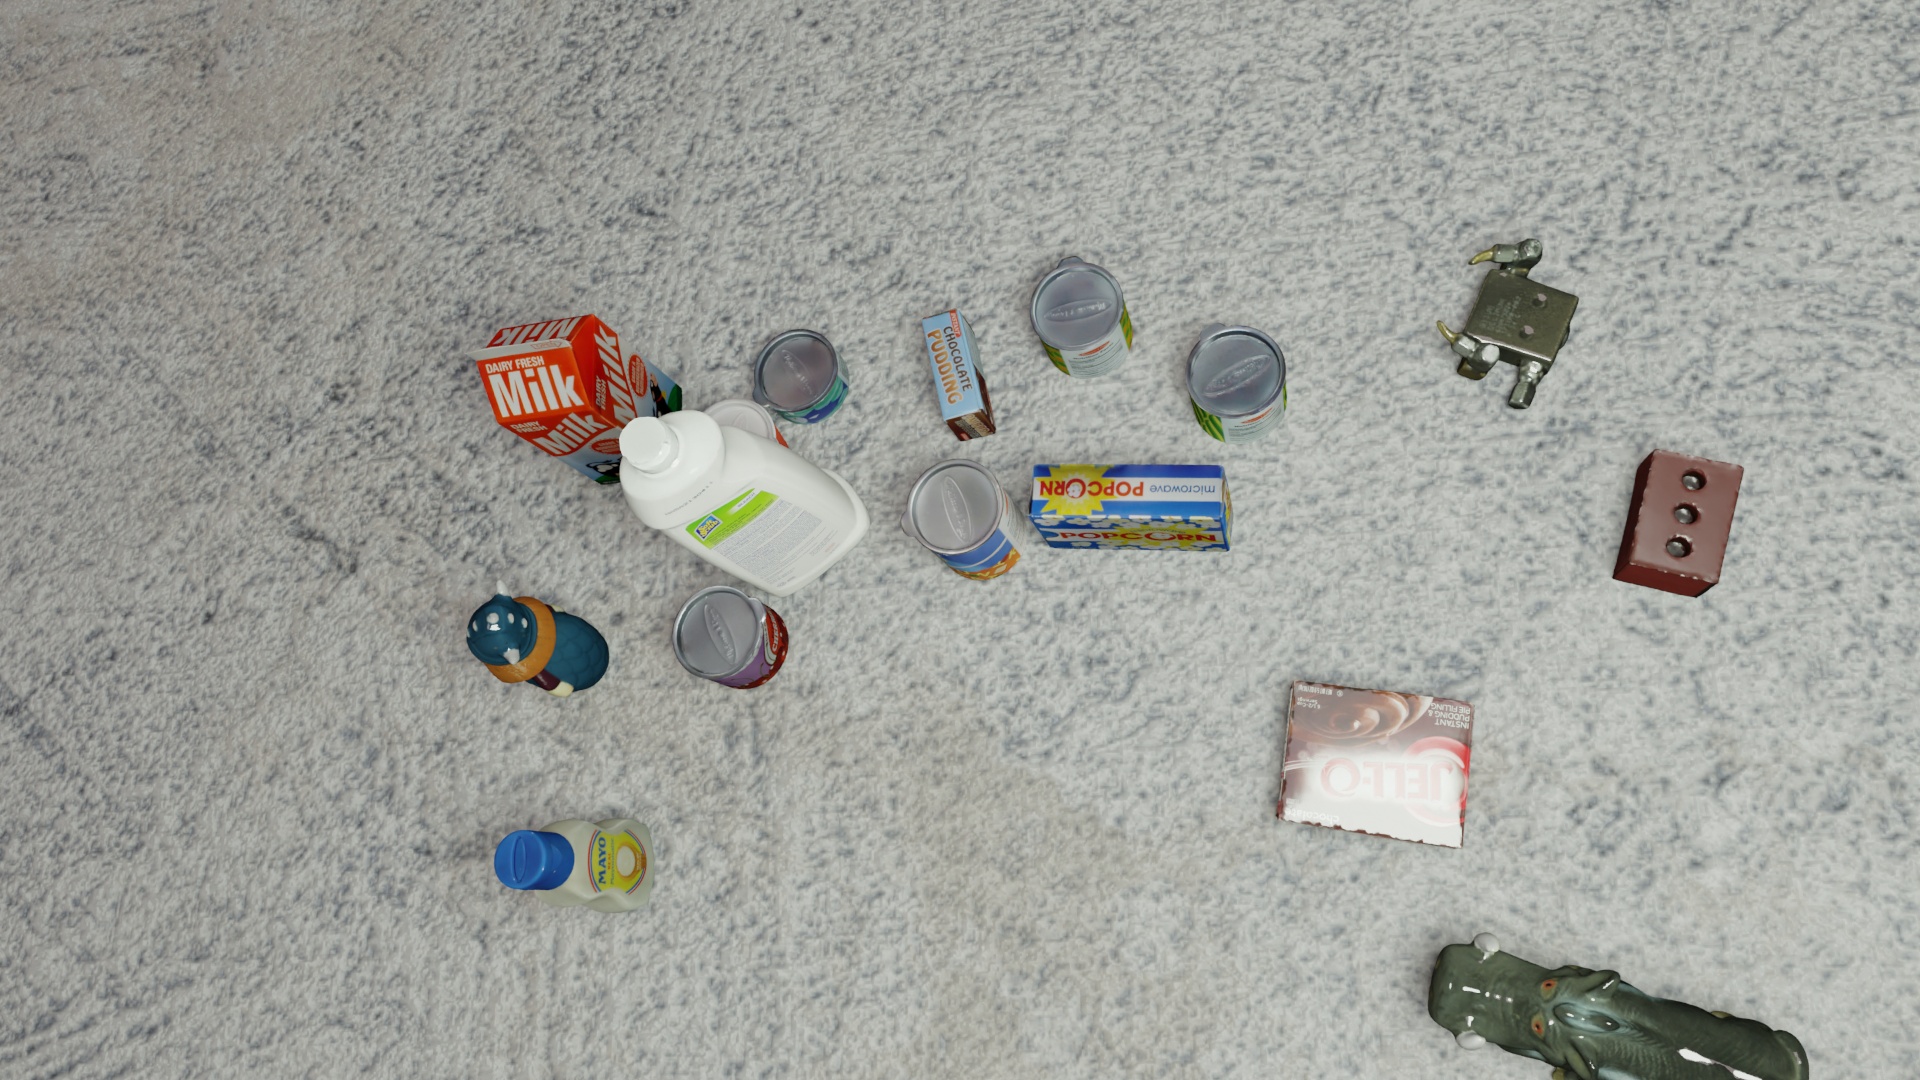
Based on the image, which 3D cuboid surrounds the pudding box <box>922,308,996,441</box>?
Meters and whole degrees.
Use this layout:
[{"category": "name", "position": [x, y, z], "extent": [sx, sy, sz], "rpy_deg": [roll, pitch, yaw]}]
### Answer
[{"category": "pudding box", "position": [-0.001, -0.119, 1.002], "extent": [0.030, 0.049, 0.084], "rpy_deg": [-16, 72, 10]}]

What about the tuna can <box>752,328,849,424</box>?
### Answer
[{"category": "tuna can", "position": [-0.120, -0.120, 1.041], "extent": [0.071, 0.032, 0.071], "rpy_deg": [-4, 74, 13]}]

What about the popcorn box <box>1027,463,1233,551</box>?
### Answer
[{"category": "popcorn box", "position": [0.115, -0.021, 0.927], "extent": [0.127, 0.085, 0.038], "rpy_deg": [1, 76, 14]}]

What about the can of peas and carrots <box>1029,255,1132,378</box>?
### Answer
[{"category": "can of peas and carrots", "position": [0.086, -0.157, 0.986], "extent": [0.071, 0.058, 0.071], "rpy_deg": [-4, 75, 13]}]

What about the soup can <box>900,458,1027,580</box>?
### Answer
[{"category": "soup can", "position": [0.003, -0.012, 0.953], "extent": [0.071, 0.083, 0.071], "rpy_deg": [-4, 75, 13]}]

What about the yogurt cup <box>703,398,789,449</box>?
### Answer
[{"category": "yogurt cup", "position": [-0.160, -0.065, 1.025], "extent": [0.072, 0.054, 0.072], "rpy_deg": [-4, 75, 13]}]

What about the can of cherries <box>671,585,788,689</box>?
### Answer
[{"category": "can of cherries", "position": [-0.160, 0.069, 0.986], "extent": [0.071, 0.058, 0.071], "rpy_deg": [-4, 75, 13]}]

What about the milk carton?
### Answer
[{"category": "milk carton", "position": [-0.269, -0.104, 0.990], "extent": [0.072, 0.190, 0.073], "rpy_deg": [-8, 74, 12]}]

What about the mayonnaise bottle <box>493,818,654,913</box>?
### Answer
[{"category": "mayonnaise bottle", "position": [-0.253, 0.214, 0.922], "extent": [0.041, 0.148, 0.065], "rpy_deg": [-8, 74, 12]}]

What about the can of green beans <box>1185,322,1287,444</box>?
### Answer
[{"category": "can of green beans", "position": [0.189, -0.105, 0.946], "extent": [0.071, 0.057, 0.071], "rpy_deg": [-4, 75, 13]}]
